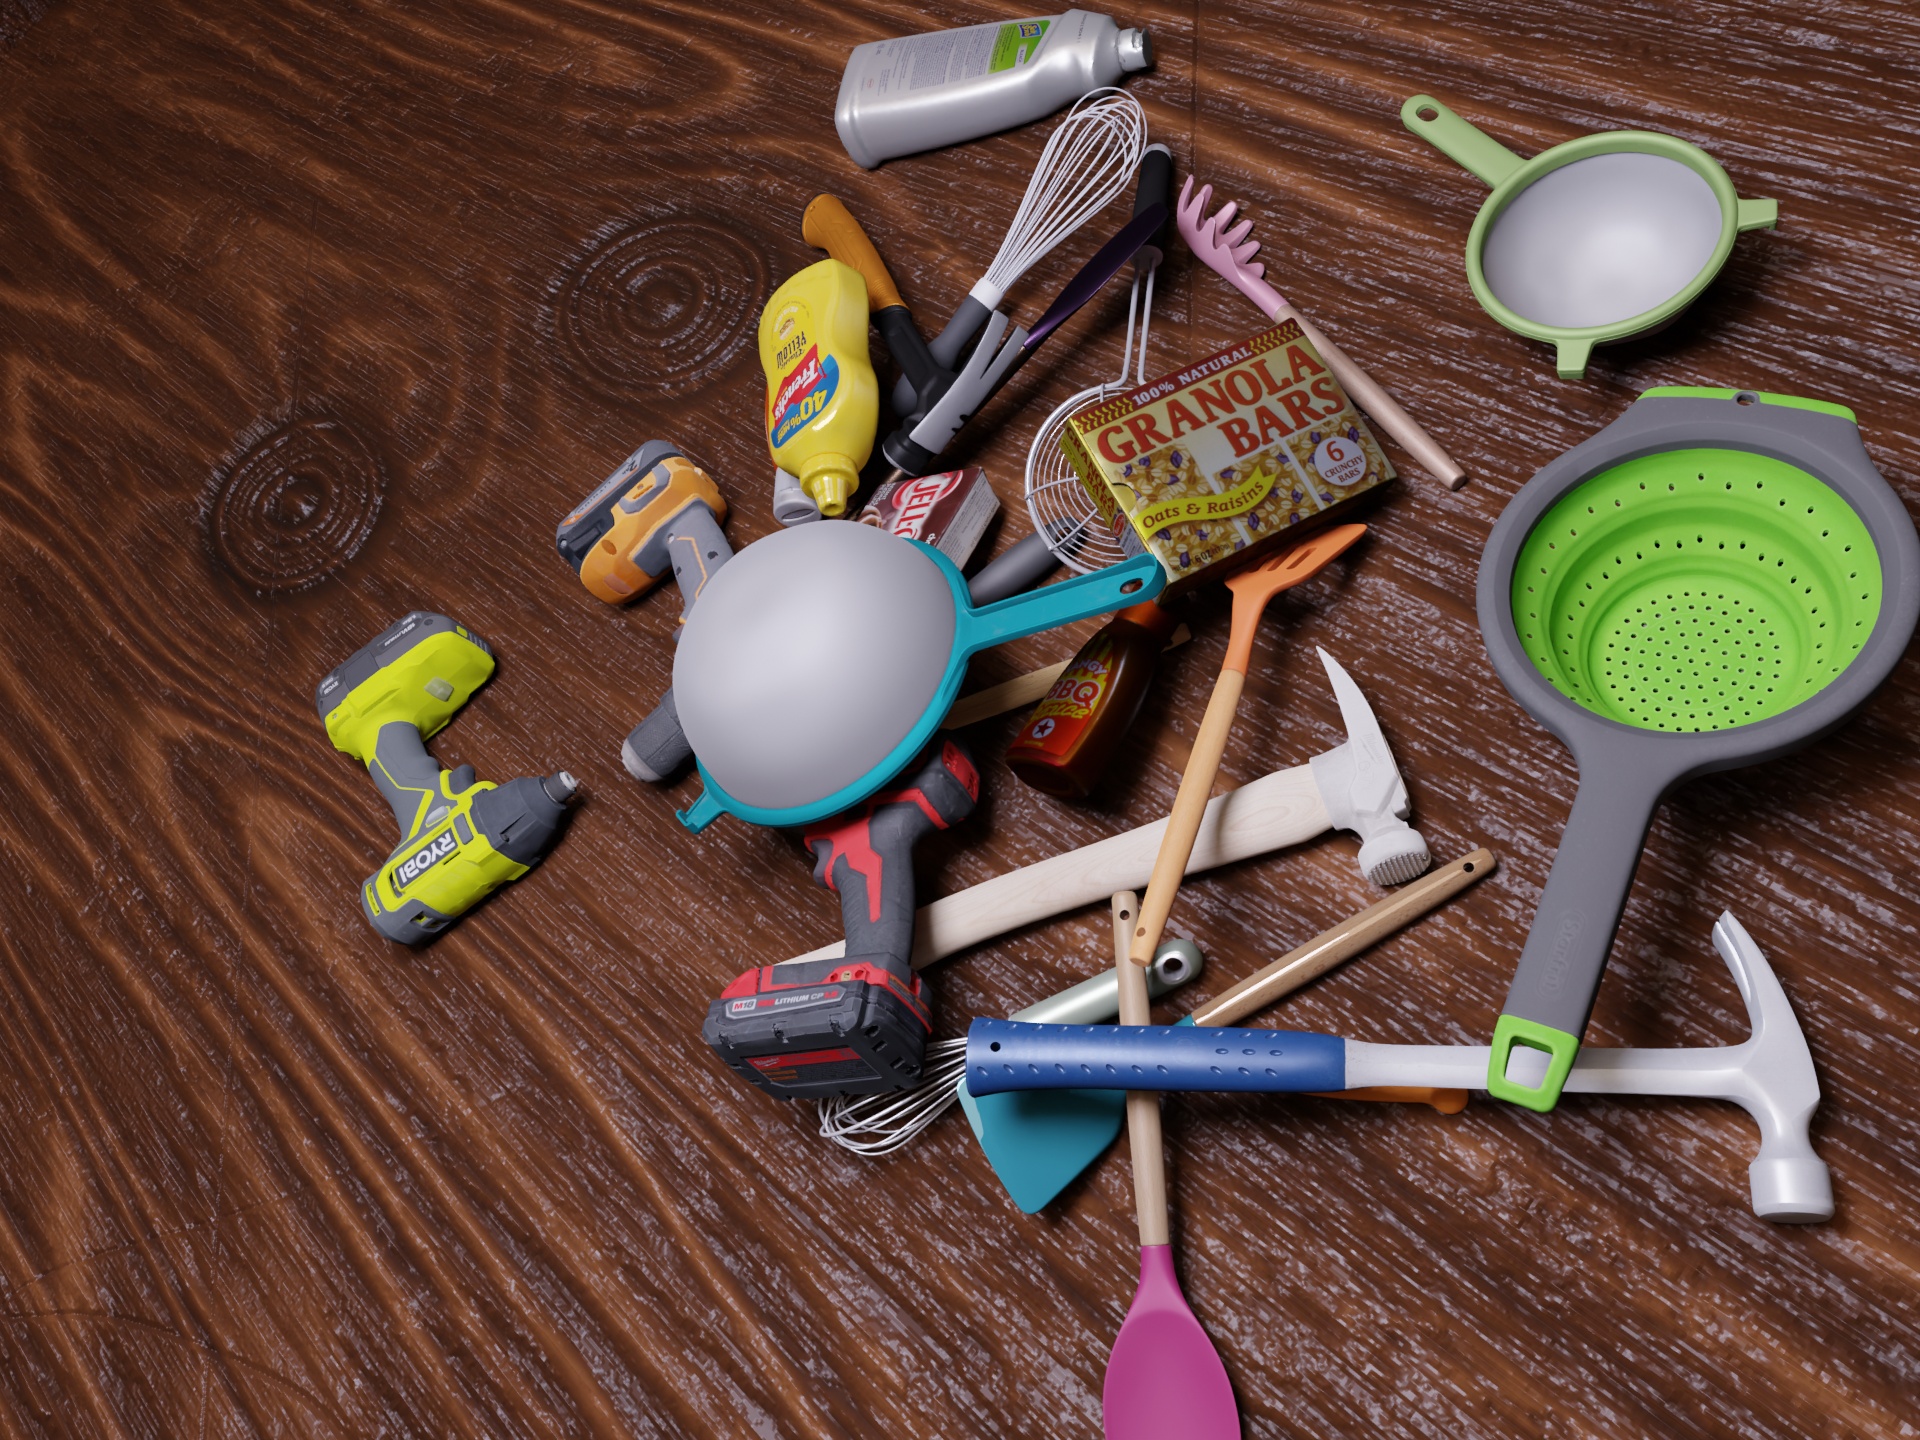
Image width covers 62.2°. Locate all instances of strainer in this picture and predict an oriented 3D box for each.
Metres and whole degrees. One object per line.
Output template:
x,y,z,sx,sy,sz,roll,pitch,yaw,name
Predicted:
-0.050,-0.062,0.938,0.340,0.095,0.211,-15,52,30,strainer
0.365,-0.311,0.995,0.151,0.069,0.257,-39,53,6,strainer

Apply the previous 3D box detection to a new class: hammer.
-0.055,-0.320,1.194,0.127,0.034,0.337,-49,42,20,hammer
0.060,0.090,0.953,0.410,0.038,0.146,-22,55,15,hammer
0.204,0.167,0.797,0.405,0.035,0.144,-1,62,13,hammer

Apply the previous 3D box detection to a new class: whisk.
-0.014,-0.061,1.067,0.239,0.055,0.055,-36,54,-1,whisk
0.027,0.185,0.917,0.246,0.059,0.058,-26,92,7,whisk
0.040,-0.338,1.169,0.284,0.070,0.070,-52,54,7,whisk

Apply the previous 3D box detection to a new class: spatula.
0.155,0.000,0.913,0.081,0.041,0.323,-2,54,40,spatula
0.152,0.155,0.868,0.317,0.044,0.082,-32,72,6,spatula
0.027,-0.245,1.122,0.316,0.018,0.060,-44,25,15,spatula

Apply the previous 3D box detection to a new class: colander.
0.348,0.018,0.808,0.205,0.094,0.397,15,70,32,colander

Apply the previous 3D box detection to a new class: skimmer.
0.123,-0.261,1.110,0.127,0.090,0.364,4,54,7,skimmer

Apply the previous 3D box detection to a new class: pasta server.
0.234,-0.261,1.053,0.040,0.060,0.317,-52,53,26,pasta server

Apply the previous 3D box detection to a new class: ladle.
-0.002,-0.003,1.029,0.315,0.069,0.031,-20,29,9,ladle

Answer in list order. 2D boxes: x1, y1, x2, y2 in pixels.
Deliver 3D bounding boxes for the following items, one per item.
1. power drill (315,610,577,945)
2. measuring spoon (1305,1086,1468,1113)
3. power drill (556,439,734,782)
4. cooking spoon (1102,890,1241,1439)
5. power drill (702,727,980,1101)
-0.383,0.033,1.182,0.171,0.080,0.223,-36,58,6,power drill
0.205,0.188,0.832,0.117,0.011,0.021,5,71,17,measuring spoon
-0.207,-0.077,1.151,0.185,0.084,0.226,-43,58,2,power drill
0.100,0.247,0.830,0.069,0.017,0.319,-9,72,17,cooking spoon
-0.071,0.107,0.946,0.143,0.078,0.220,-12,47,26,power drill
